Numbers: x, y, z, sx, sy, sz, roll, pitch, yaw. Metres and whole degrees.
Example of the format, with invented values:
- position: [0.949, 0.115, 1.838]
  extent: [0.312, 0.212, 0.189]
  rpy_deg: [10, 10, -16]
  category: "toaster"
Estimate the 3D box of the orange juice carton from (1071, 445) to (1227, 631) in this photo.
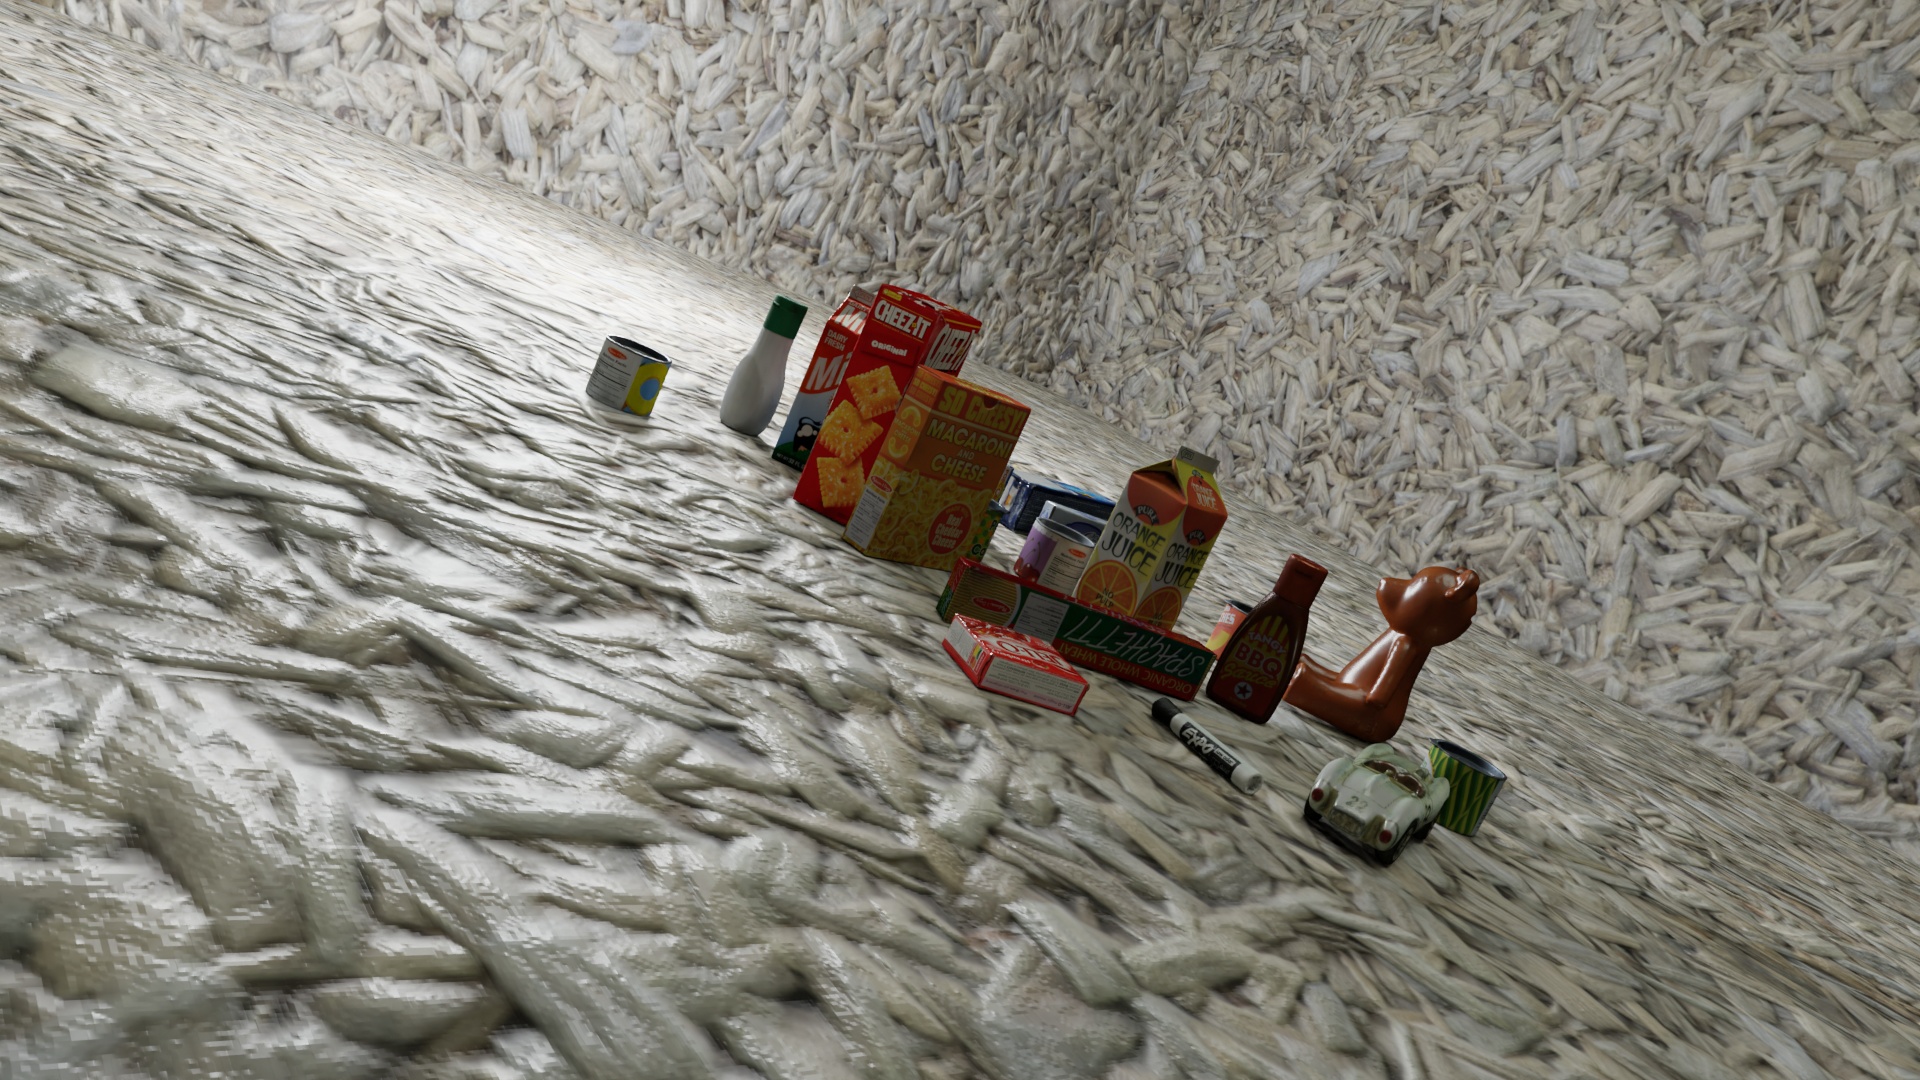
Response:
- position: [0.179, 0.006, 1.275]
  extent: [0.072, 0.192, 0.073]
  rpy_deg: [13, 15, -47]
  category: "orange juice carton"

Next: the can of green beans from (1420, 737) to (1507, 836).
- position: [0.425, 0.212, 1.194]
  extent: [0.071, 0.057, 0.071]
  rpy_deg: [24, 11, -5]
  category: "can of green beans"

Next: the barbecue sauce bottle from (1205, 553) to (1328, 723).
- position: [0.277, 0.085, 1.232]
  extent: [0.065, 0.148, 0.044]
  rpy_deg: [28, 11, 16]
  category: "barbecue sauce bottle"

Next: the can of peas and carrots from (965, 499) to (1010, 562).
- position: [0.005, -0.017, 1.357]
  extent: [0.071, 0.058, 0.071]
  rpy_deg: [24, 11, -5]
  category: "can of peas and carrots"

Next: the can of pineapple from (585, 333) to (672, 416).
- position: [-0.316, -0.158, 1.327]
  extent: [0.071, 0.057, 0.071]
  rpy_deg: [24, 11, -5]
  category: "can of pineapple"

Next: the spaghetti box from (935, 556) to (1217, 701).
- position: [0.099, 0.076, 1.148]
  extent: [0.250, 0.050, 0.029]
  rpy_deg: [20, 12, -24]
  category: "spaghetti box"

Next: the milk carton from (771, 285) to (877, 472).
- position: [-0.116, -0.158, 1.410]
  extent: [0.072, 0.190, 0.073]
  rpy_deg: [26, 11, 7]
  category: "milk carton"

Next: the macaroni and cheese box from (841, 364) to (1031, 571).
- position: [-0.018, -0.059, 1.224]
  extent: [0.040, 0.166, 0.124]
  rpy_deg: [33, 14, 39]
  category: "macaroni and cheese box"

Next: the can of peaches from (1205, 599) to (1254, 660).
- position: [0.290, 0.100, 1.425]
  extent: [0.071, 0.058, 0.071]
  rpy_deg: [24, 11, -5]
  category: "can of peaches"

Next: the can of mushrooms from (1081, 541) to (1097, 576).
- position: [0.139, 0.020, 1.538]
  extent: [0.071, 0.033, 0.071]
  rpy_deg: [24, 11, -5]
  category: "can of mushrooms"

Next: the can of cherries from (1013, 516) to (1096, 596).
- position: [0.093, 0.016, 1.394]
  extent: [0.071, 0.058, 0.071]
  rpy_deg: [24, 11, -5]
  category: "can of cherries"

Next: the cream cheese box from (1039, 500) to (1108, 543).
- position: [0.133, -0.006, 1.592]
  extent: [0.104, 0.053, 0.024]
  rpy_deg: [18, 12, -30]
  category: "cream cheese box"

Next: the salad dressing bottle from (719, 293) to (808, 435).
- position: [-0.204, -0.185, 1.457]
  extent: [0.064, 0.147, 0.044]
  rpy_deg: [33, 14, 39]
  category: "salad dressing bottle"

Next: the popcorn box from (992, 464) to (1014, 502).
- position: [-0.015, -0.068, 1.480]
  extent: [0.127, 0.085, 0.038]
  rpy_deg: [31, 12, 28]
  category: "popcorn box"
